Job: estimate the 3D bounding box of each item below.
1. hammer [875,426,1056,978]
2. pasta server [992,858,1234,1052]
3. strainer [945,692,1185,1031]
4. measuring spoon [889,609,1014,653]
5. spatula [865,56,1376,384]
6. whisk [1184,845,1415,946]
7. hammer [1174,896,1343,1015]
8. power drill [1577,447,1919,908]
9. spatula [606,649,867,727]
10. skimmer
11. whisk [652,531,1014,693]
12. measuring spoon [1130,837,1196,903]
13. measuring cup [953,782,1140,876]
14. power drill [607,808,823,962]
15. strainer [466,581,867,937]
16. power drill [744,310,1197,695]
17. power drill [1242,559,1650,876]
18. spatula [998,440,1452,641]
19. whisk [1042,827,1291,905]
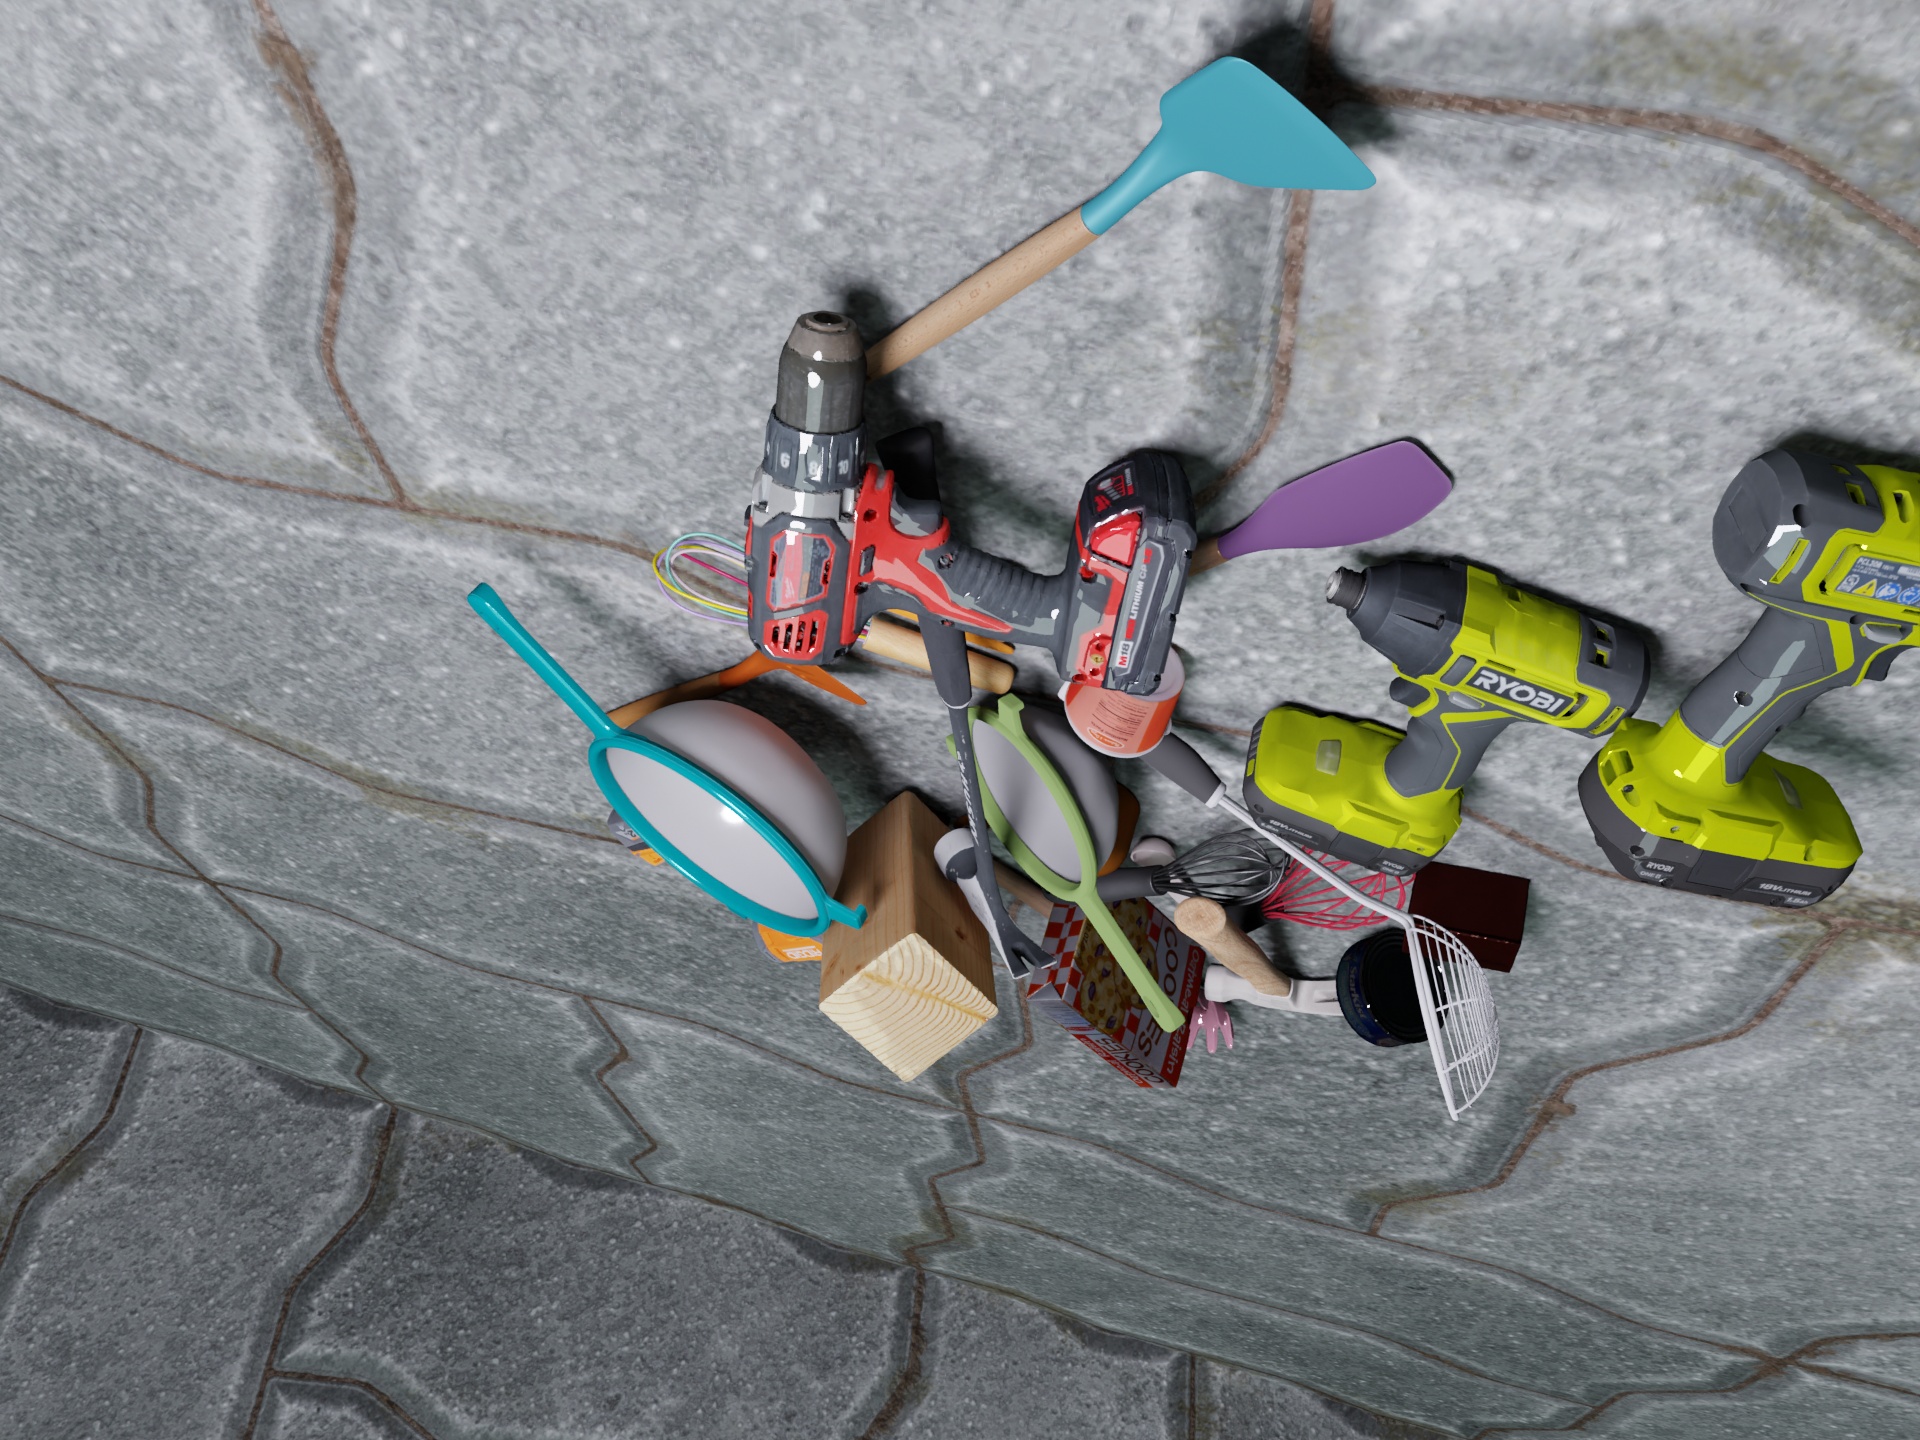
[{"bbox_3d":[-0.002,-0.003,0.986,0.036,0.149,0.408,-21,133,-11],"label":"hammer"},{"bbox_3d":[0.123,0.198,1.365,0.316,0.040,0.060,36,141,-26],"label":"pasta server"},{"bbox_3d":[0.093,0.086,1.075,0.256,0.069,0.151,57,161,2],"label":"strainer"},{"bbox_3d":[-0.020,-0.060,1.020,0.117,0.011,0.021,19,170,-15],"label":"measuring spoon"},{"bbox_3d":[0.039,-0.208,0.720,0.082,0.044,0.317,27,151,-31],"label":"spatula"},{"bbox_3d":[0.239,0.134,1.178,0.073,0.073,0.295,24,157,-11],"label":"whisk"},{"bbox_3d":[0.220,0.183,1.208,0.130,0.031,0.331,5,164,23],"label":"hammer"},{"bbox_3d":[0.420,-0.015,0.758,0.190,0.080,0.228,10,132,-6],"label":"power drill"},{"bbox_3d":[-0.189,-0.017,1.171,0.081,0.041,0.322,37,147,-31],"label":"spatula"},{"bbox_3d":[0.196,0.107,1.019,0.363,0.090,0.127,37,-165,7],"label":"skimmer"},{"bbox_3d":[-0.080,-0.068,1.033,0.245,0.051,0.047,19,-168,-10],"label":"whisk"},{"bbox_3d":[0.165,0.119,1.237,0.034,0.018,0.124,-2,152,27],"label":"measuring spoon"},{"bbox_3d":[0.053,0.086,1.197,0.173,0.052,0.095,-15,137,41],"label":"measuring cup"},{"bbox_3d":[-0.162,0.119,1.316,0.164,0.084,0.226,-15,130,47],"label":"power drill"},{"bbox_3d":[-0.195,0.009,1.116,0.340,0.095,0.211,49,152,-21],"label":"strainer"},{"bbox_3d":[0.003,-0.107,0.818,0.226,0.080,0.187,7,124,-3],"label":"power drill"},{"bbox_3d":[0.257,-0.004,0.916,0.171,0.080,0.223,19,147,-4],"label":"power drill"},{"bbox_3d":[0.131,-0.089,0.896,0.059,0.018,0.316,36,145,-31],"label":"spatula"},{"bbox_3d":[0.145,0.114,1.170,0.055,0.055,0.239,37,149,-30],"label":"whisk"}]
